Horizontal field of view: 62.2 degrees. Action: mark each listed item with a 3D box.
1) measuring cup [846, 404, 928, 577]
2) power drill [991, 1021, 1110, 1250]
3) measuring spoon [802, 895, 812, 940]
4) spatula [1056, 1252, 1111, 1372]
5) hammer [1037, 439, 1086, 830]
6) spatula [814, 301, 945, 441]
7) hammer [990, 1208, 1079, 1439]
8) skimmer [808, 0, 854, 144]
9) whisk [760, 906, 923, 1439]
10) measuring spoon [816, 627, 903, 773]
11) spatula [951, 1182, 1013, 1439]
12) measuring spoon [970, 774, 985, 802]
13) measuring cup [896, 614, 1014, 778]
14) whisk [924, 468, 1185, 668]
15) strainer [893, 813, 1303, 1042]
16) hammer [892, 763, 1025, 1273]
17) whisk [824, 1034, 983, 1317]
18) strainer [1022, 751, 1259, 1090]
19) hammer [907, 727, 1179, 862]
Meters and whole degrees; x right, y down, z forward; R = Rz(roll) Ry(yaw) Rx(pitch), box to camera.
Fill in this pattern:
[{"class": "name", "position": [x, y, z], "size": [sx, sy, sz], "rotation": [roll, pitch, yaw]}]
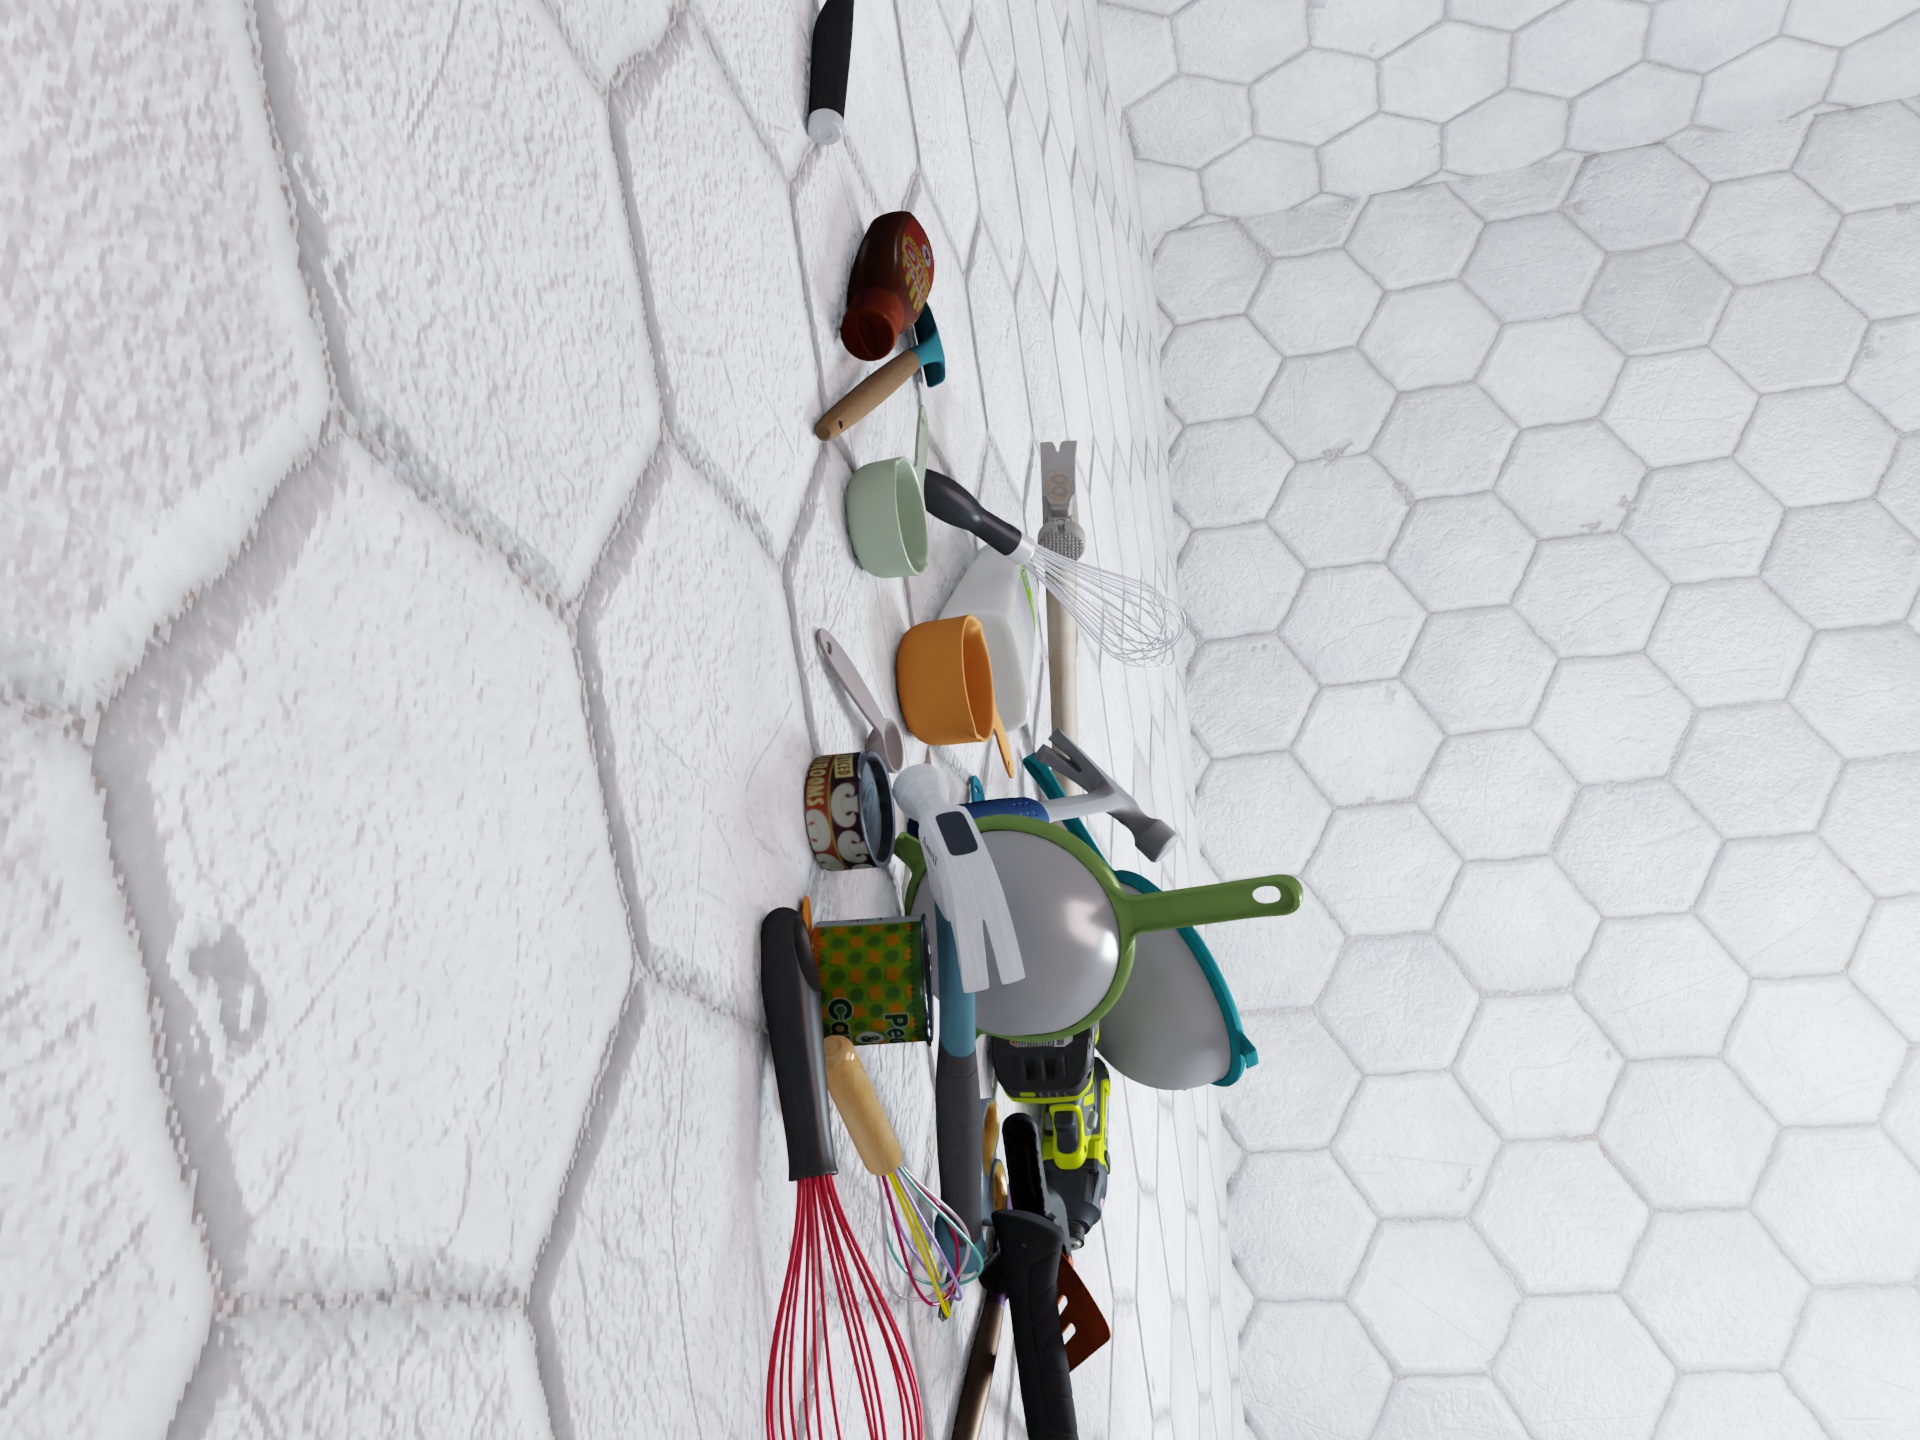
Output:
[{"class": "measuring cup", "position": [-0.045, -0.158, 1.046], "size": [0.168, 0.038, 0.083], "rotation": [-85, 162, -48]}, {"class": "power drill", "position": [0.082, 0.301, 1.279], "size": [0.171, 0.080, 0.223], "rotation": [-83, 164, -48]}, {"class": "measuring spoon", "position": [-0.081, 0.144, 0.808], "size": [0.021, 0.011, 0.117], "rotation": [84, 3, -61]}, {"class": "spatula", "position": [0.068, 0.463, 1.114], "size": [0.081, 0.041, 0.322], "rotation": [50, -22, 36]}, {"class": "hammer", "position": [0.092, -0.051, 1.426], "size": [0.146, 0.038, 0.410], "rotation": [-88, 175, -46]}, {"class": "spatula", "position": [-0.052, -0.236, 1.085], "size": [0.318, 0.044, 0.082], "rotation": [-59, 142, -61]}, {"class": "hammer", "position": [0.056, 0.471, 0.971], "size": [0.035, 0.146, 0.335], "rotation": [33, 47, -73]}, {"class": "skimmer", "position": [-0.049, -0.528, 1.086], "size": [0.127, 0.090, 0.364], "rotation": [125, -29, -60]}, {"class": "whisk", "position": [-0.066, 0.231, 0.736], "size": [0.073, 0.073, 0.296], "rotation": [46, 33, -69]}, {"class": "measuring spoon", "position": [-0.064, -0.011, 0.951], "size": [0.124, 0.018, 0.034], "rotation": [60, 26, -44]}, {"class": "spatula", "position": [0.019, 0.418, 1.075], "size": [0.316, 0.018, 0.059], "rotation": [-62, 143, -69]}, {"class": "measuring spoon", "position": [0.008, 0.084, 1.203], "size": [0.042, 0.021, 0.129], "rotation": [55, 17, -29]}, {"class": "measuring cup", "position": [-0.002, -0.004, 1.119], "size": [0.173, 0.052, 0.095], "rotation": [67, 21, -55]}, {"class": "whisk", "position": [0.067, -0.118, 1.216], "size": [0.284, 0.070, 0.070], "rotation": [30, 47, -32]}, {"class": "strainer", "position": [0.074, 0.128, 0.947], "size": [0.069, 0.256, 0.151], "rotation": [-35, 112, -64]}, {"class": "hammer", "position": [-0.002, 0.194, 0.918], "size": [0.128, 0.033, 0.330], "rotation": [-124, -153, -53]}, {"class": "whisk", "position": [-0.034, 0.252, 0.862], "size": [0.047, 0.051, 0.244], "rotation": [-73, 155, -45]}, {"class": "strainer", "position": [0.119, 0.190, 1.406], "size": [0.340, 0.095, 0.211], "rotation": [59, -18, 11]}, {"class": "hammer", "position": [0.057, 0.068, 1.228], "size": [0.144, 0.035, 0.405], "rotation": [43, 16, 17]}]
